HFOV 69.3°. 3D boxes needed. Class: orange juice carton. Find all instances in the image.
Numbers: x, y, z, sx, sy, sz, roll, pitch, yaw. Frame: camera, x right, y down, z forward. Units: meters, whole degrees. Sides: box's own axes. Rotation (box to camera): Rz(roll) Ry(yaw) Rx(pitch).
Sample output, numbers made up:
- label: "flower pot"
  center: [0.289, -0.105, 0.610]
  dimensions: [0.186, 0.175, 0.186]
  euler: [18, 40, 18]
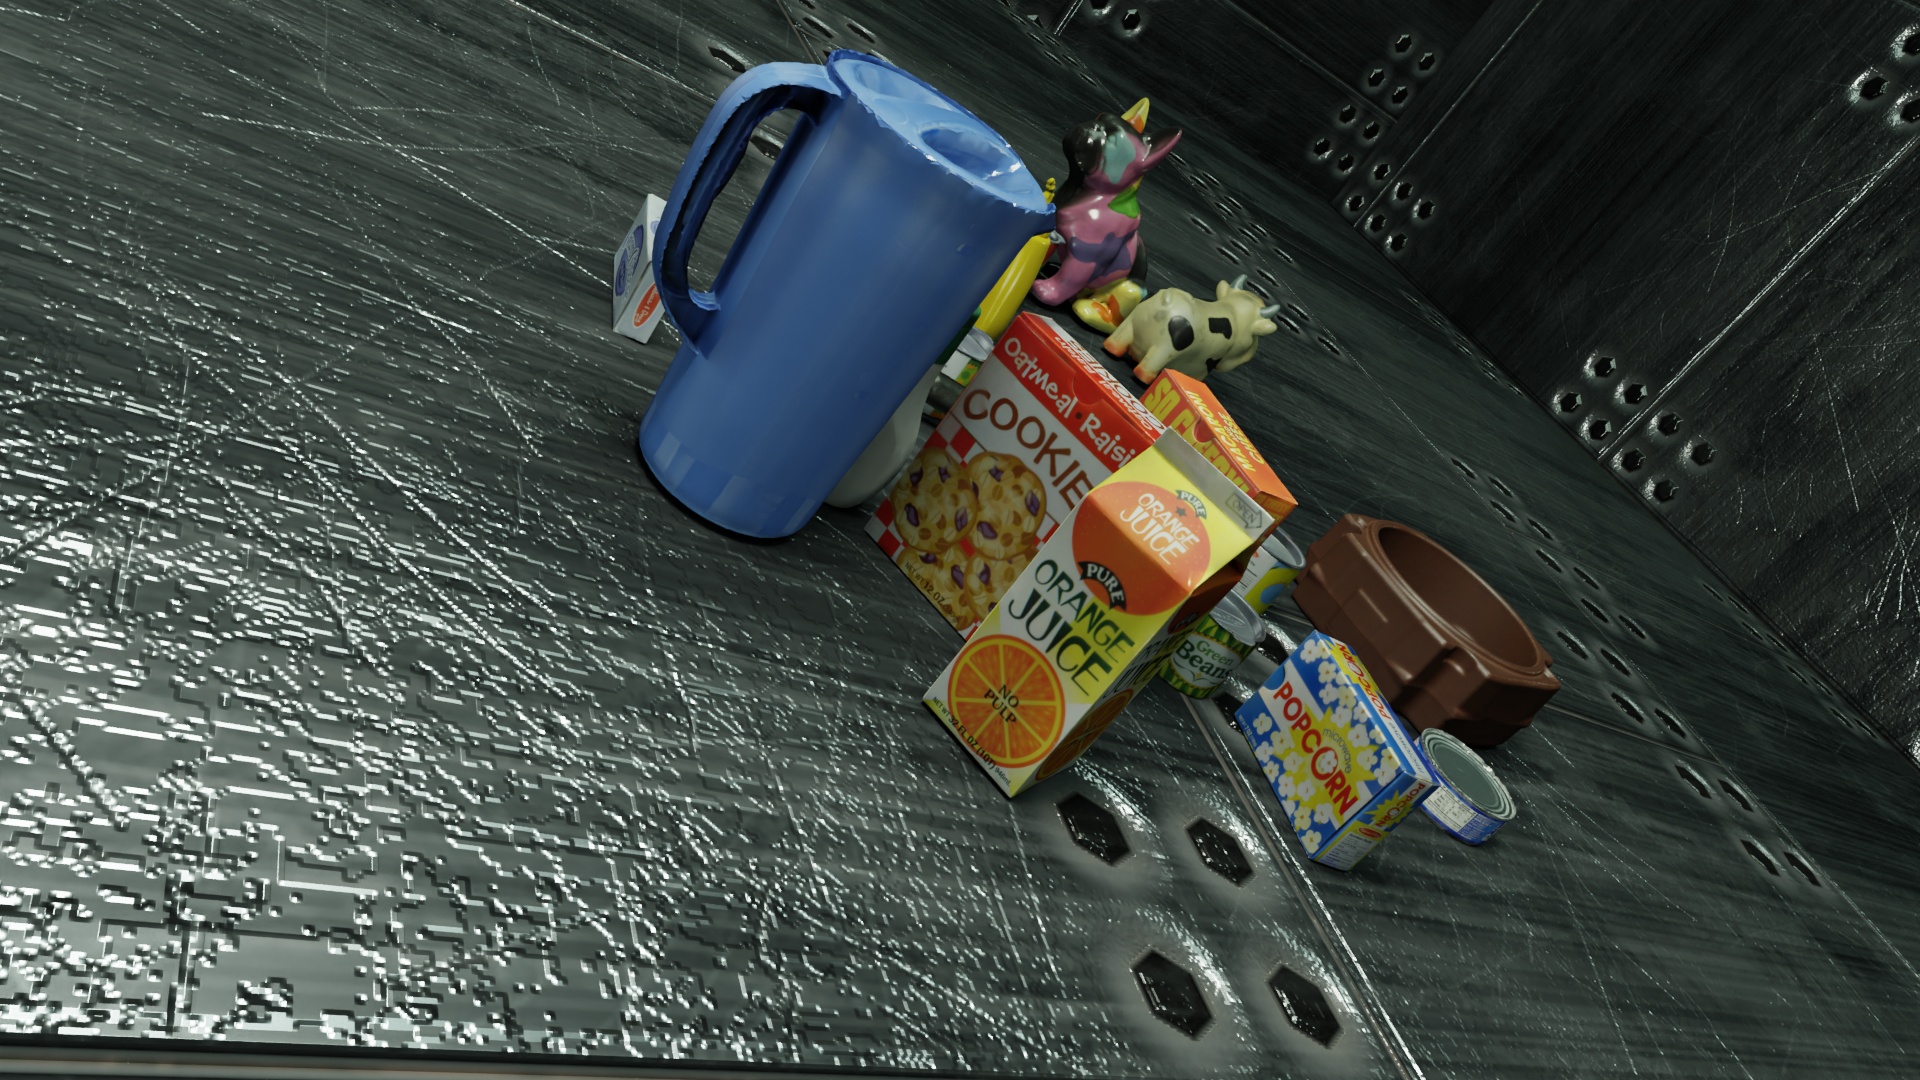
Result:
- label: "orange juice carton"
  center: [0.072, 0.036, 0.705]
  dimensions: [0.072, 0.192, 0.073]
  euler: [46, 26, 19]

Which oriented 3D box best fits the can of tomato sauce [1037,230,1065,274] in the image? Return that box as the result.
- label: "can of tomato sauce"
  center: [0.047, -0.270, 1.325]
  dimensions: [0.071, 0.082, 0.071]
  euler: [30, 26, -16]

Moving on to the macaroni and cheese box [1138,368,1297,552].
- label: "macaroni and cheese box"
  center: [0.114, -0.005, 0.860]
  dimensions: [0.040, 0.165, 0.124]
  euler: [17, 32, -37]

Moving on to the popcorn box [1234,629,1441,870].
- label: "popcorn box"
  center: [0.235, 0.132, 0.879]
  dimensions: [0.038, 0.085, 0.127]
  euler: [22, 29, -30]

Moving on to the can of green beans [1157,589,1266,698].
- label: "can of green beans"
  center: [0.161, 0.063, 0.932]
  dimensions: [0.071, 0.057, 0.071]
  euler: [30, 26, -16]

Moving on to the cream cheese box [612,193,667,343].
- label: "cream cheese box"
  center: [-0.197, -0.172, 0.875]
  dimensions: [0.024, 0.053, 0.104]
  euler: [24, 28, -27]

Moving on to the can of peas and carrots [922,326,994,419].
- label: "can of peas and carrots"
  center: [-0.014, -0.133, 1.039]
  dimensions: [0.071, 0.058, 0.071]
  euler: [30, 26, -16]

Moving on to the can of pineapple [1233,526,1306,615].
- label: "can of pineapple"
  center: [0.230, 0.019, 1.097]
  dimensions: [0.071, 0.057, 0.071]
  euler: [30, 26, -16]

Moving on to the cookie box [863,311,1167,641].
- label: "cookie box"
  center: [0.035, -0.026, 0.793]
  dimensions: [0.123, 0.166, 0.040]
  euler: [47, 26, 20]

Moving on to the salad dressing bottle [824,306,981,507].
- label: "salad dressing bottle"
  center: [-0.042, -0.087, 0.818]
  dimensions: [0.064, 0.147, 0.044]
  euler: [38, 25, 2]

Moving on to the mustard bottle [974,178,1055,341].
- label: "mustard bottle"
  center: [0.036, -0.231, 1.152]
  dimensions: [0.065, 0.159, 0.049]
  euler: [45, 26, 16]
